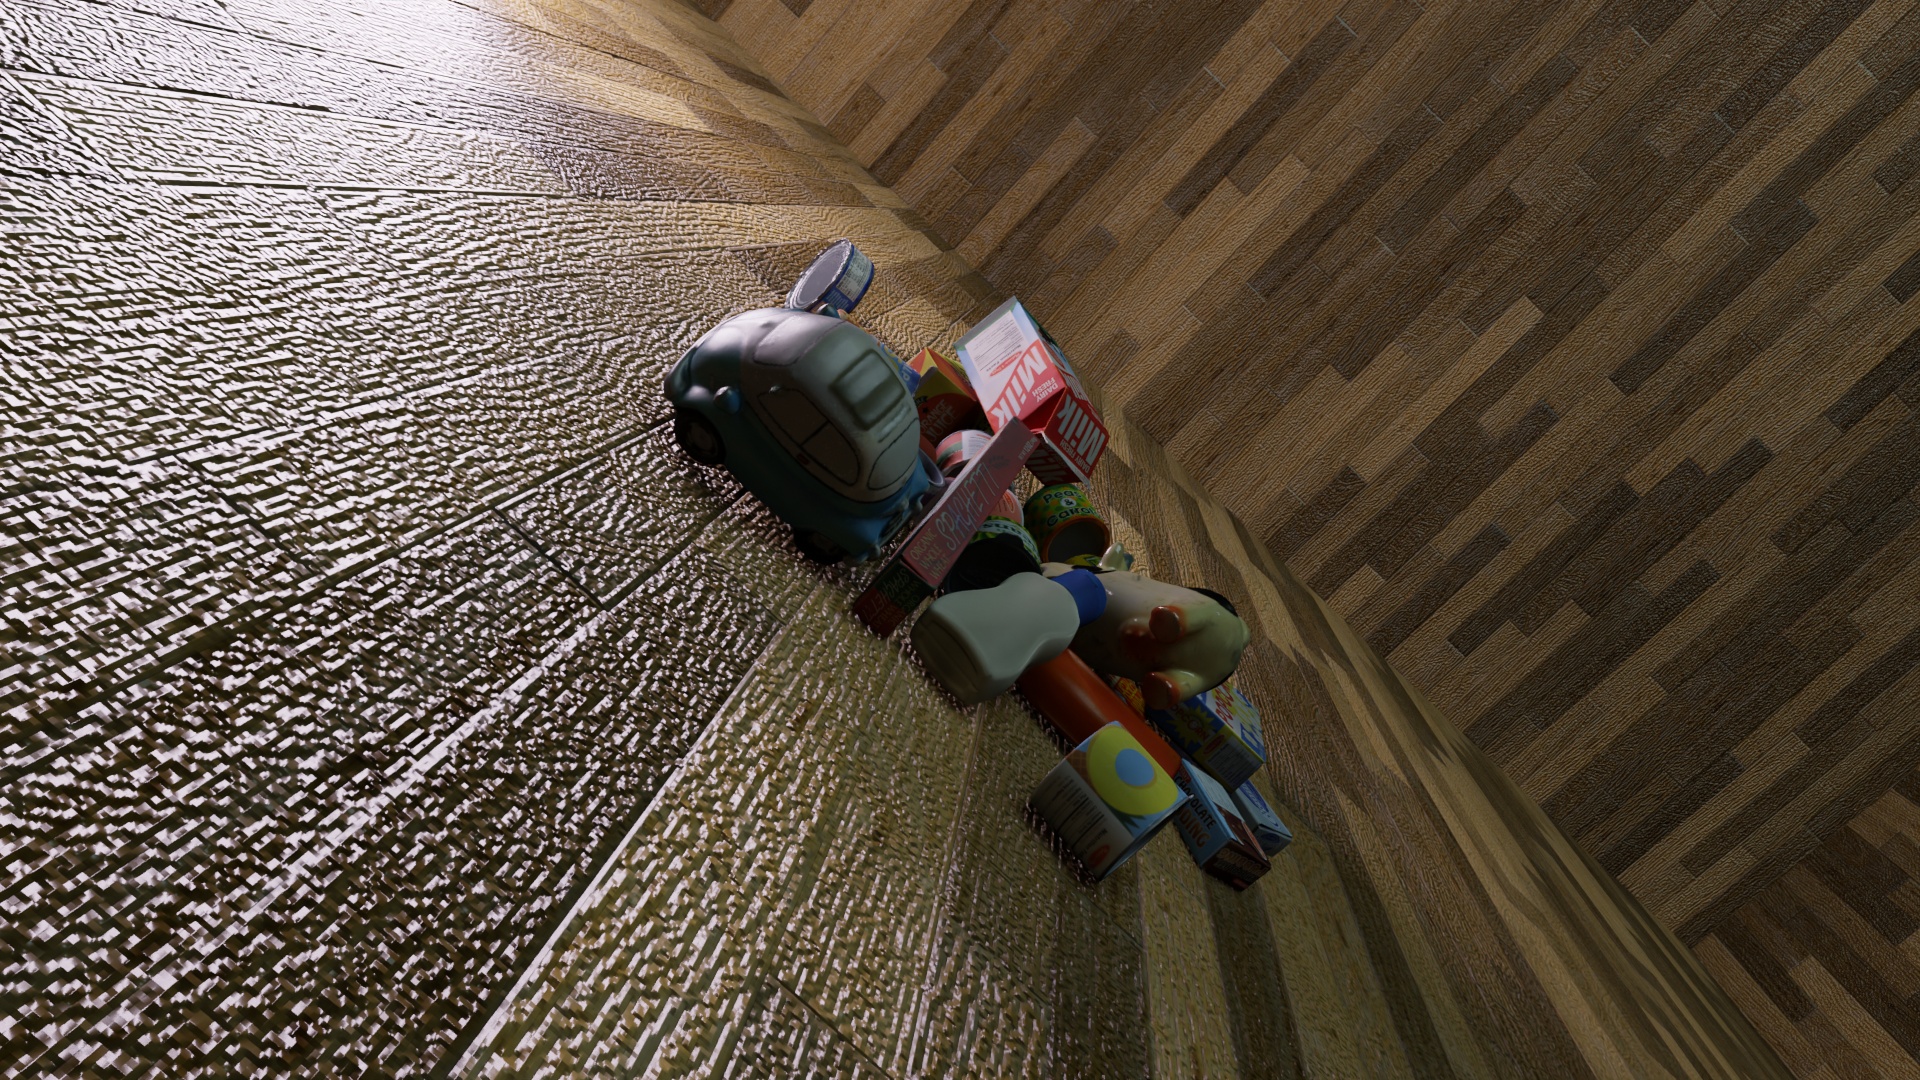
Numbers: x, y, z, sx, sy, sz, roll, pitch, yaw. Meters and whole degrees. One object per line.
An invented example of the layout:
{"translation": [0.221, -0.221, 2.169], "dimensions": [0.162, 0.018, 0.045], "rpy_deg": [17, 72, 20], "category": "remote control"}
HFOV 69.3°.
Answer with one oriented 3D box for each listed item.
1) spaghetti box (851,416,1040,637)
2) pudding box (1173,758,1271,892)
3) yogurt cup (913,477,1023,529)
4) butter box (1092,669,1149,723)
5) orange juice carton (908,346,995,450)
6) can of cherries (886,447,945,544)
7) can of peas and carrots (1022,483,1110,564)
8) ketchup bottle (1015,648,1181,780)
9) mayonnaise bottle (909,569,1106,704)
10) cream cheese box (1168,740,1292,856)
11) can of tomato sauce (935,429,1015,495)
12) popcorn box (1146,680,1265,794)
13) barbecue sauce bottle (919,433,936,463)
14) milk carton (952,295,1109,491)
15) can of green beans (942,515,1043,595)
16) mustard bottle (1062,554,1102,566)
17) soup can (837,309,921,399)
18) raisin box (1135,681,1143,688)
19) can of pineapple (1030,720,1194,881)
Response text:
{"translation": [-0.003, -0.016, 0.877], "dimensions": [0.028, 0.050, 0.251], "rpy_deg": [43, 29, -4], "category": "spaghetti box"}
{"translation": [0.168, 0.190, 0.934], "dimensions": [0.049, 0.030, 0.084], "rpy_deg": [37, 15, -34], "category": "pudding box"}
{"translation": [0.004, -0.013, 0.999], "dimensions": [0.054, 0.072, 0.072], "rpy_deg": [20, 26, -43], "category": "yogurt cup"}
{"translation": [0.108, 0.117, 0.991], "dimensions": [0.053, 0.024, 0.103], "rpy_deg": [46, 14, 6], "category": "butter box"}
{"translation": [-0.012, -0.115, 1.247], "dimensions": [0.073, 0.071, 0.193], "rpy_deg": [48, 13, 17], "category": "orange juice carton"}
{"translation": [-0.055, -0.040, 0.919], "dimensions": [0.071, 0.058, 0.072], "rpy_deg": [42, 14, -12], "category": "can of cherries"}
{"translation": [0.094, -0.011, 1.248], "dimensions": [0.071, 0.071, 0.059], "rpy_deg": [34, 17, -38], "category": "can of peas and carrots"}
{"translation": [0.075, 0.104, 0.891], "dimensions": [0.149, 0.043, 0.065], "rpy_deg": [45, 10, 5], "category": "ketchup bottle"}
{"translation": [0.036, 0.051, 0.841], "dimensions": [0.065, 0.041, 0.148], "rpy_deg": [49, 35, 17], "category": "mayonnaise bottle"}
{"translation": [0.205, 0.190, 1.053], "dimensions": [0.053, 0.024, 0.104], "rpy_deg": [29, 20, -44], "category": "cream cheese box"}
{"translation": [0.009, -0.044, 1.110], "dimensions": [0.071, 0.071, 0.083], "rpy_deg": [41, 14, -14], "category": "can of tomato sauce"}
{"translation": [0.183, 0.129, 1.038], "dimensions": [0.085, 0.038, 0.127], "rpy_deg": [43, 14, 0], "category": "popcorn box"}
{"translation": [-0.063, -0.086, 1.034], "dimensions": [0.044, 0.065, 0.148], "rpy_deg": [45, 3, 29], "category": "barbecue sauce bottle"}
{"translation": [0.063, -0.117, 1.173], "dimensions": [0.072, 0.073, 0.191], "rpy_deg": [43, 17, -39], "category": "milk carton"}
{"translation": [0.022, 0.022, 0.938], "dimensions": [0.071, 0.071, 0.058], "rpy_deg": [42, 13, -11], "category": "can of green beans"}
{"translation": [0.113, 0.041, 1.189], "dimensions": [0.065, 0.048, 0.160], "rpy_deg": [47, 13, 4], "category": "mustard bottle"}
{"translation": [-0.082, -0.132, 1.096], "dimensions": [0.083, 0.071, 0.071], "rpy_deg": [39, 14, -19], "category": "soup can"}
{"translation": [0.188, 0.114, 1.210], "dimensions": [0.123, 0.040, 0.086], "rpy_deg": [36, 14, -34], "category": "raisin box"}
{"translation": [0.081, 0.139, 0.748], "dimensions": [0.058, 0.071, 0.071], "rpy_deg": [48, 13, 17], "category": "can of pineapple"}
